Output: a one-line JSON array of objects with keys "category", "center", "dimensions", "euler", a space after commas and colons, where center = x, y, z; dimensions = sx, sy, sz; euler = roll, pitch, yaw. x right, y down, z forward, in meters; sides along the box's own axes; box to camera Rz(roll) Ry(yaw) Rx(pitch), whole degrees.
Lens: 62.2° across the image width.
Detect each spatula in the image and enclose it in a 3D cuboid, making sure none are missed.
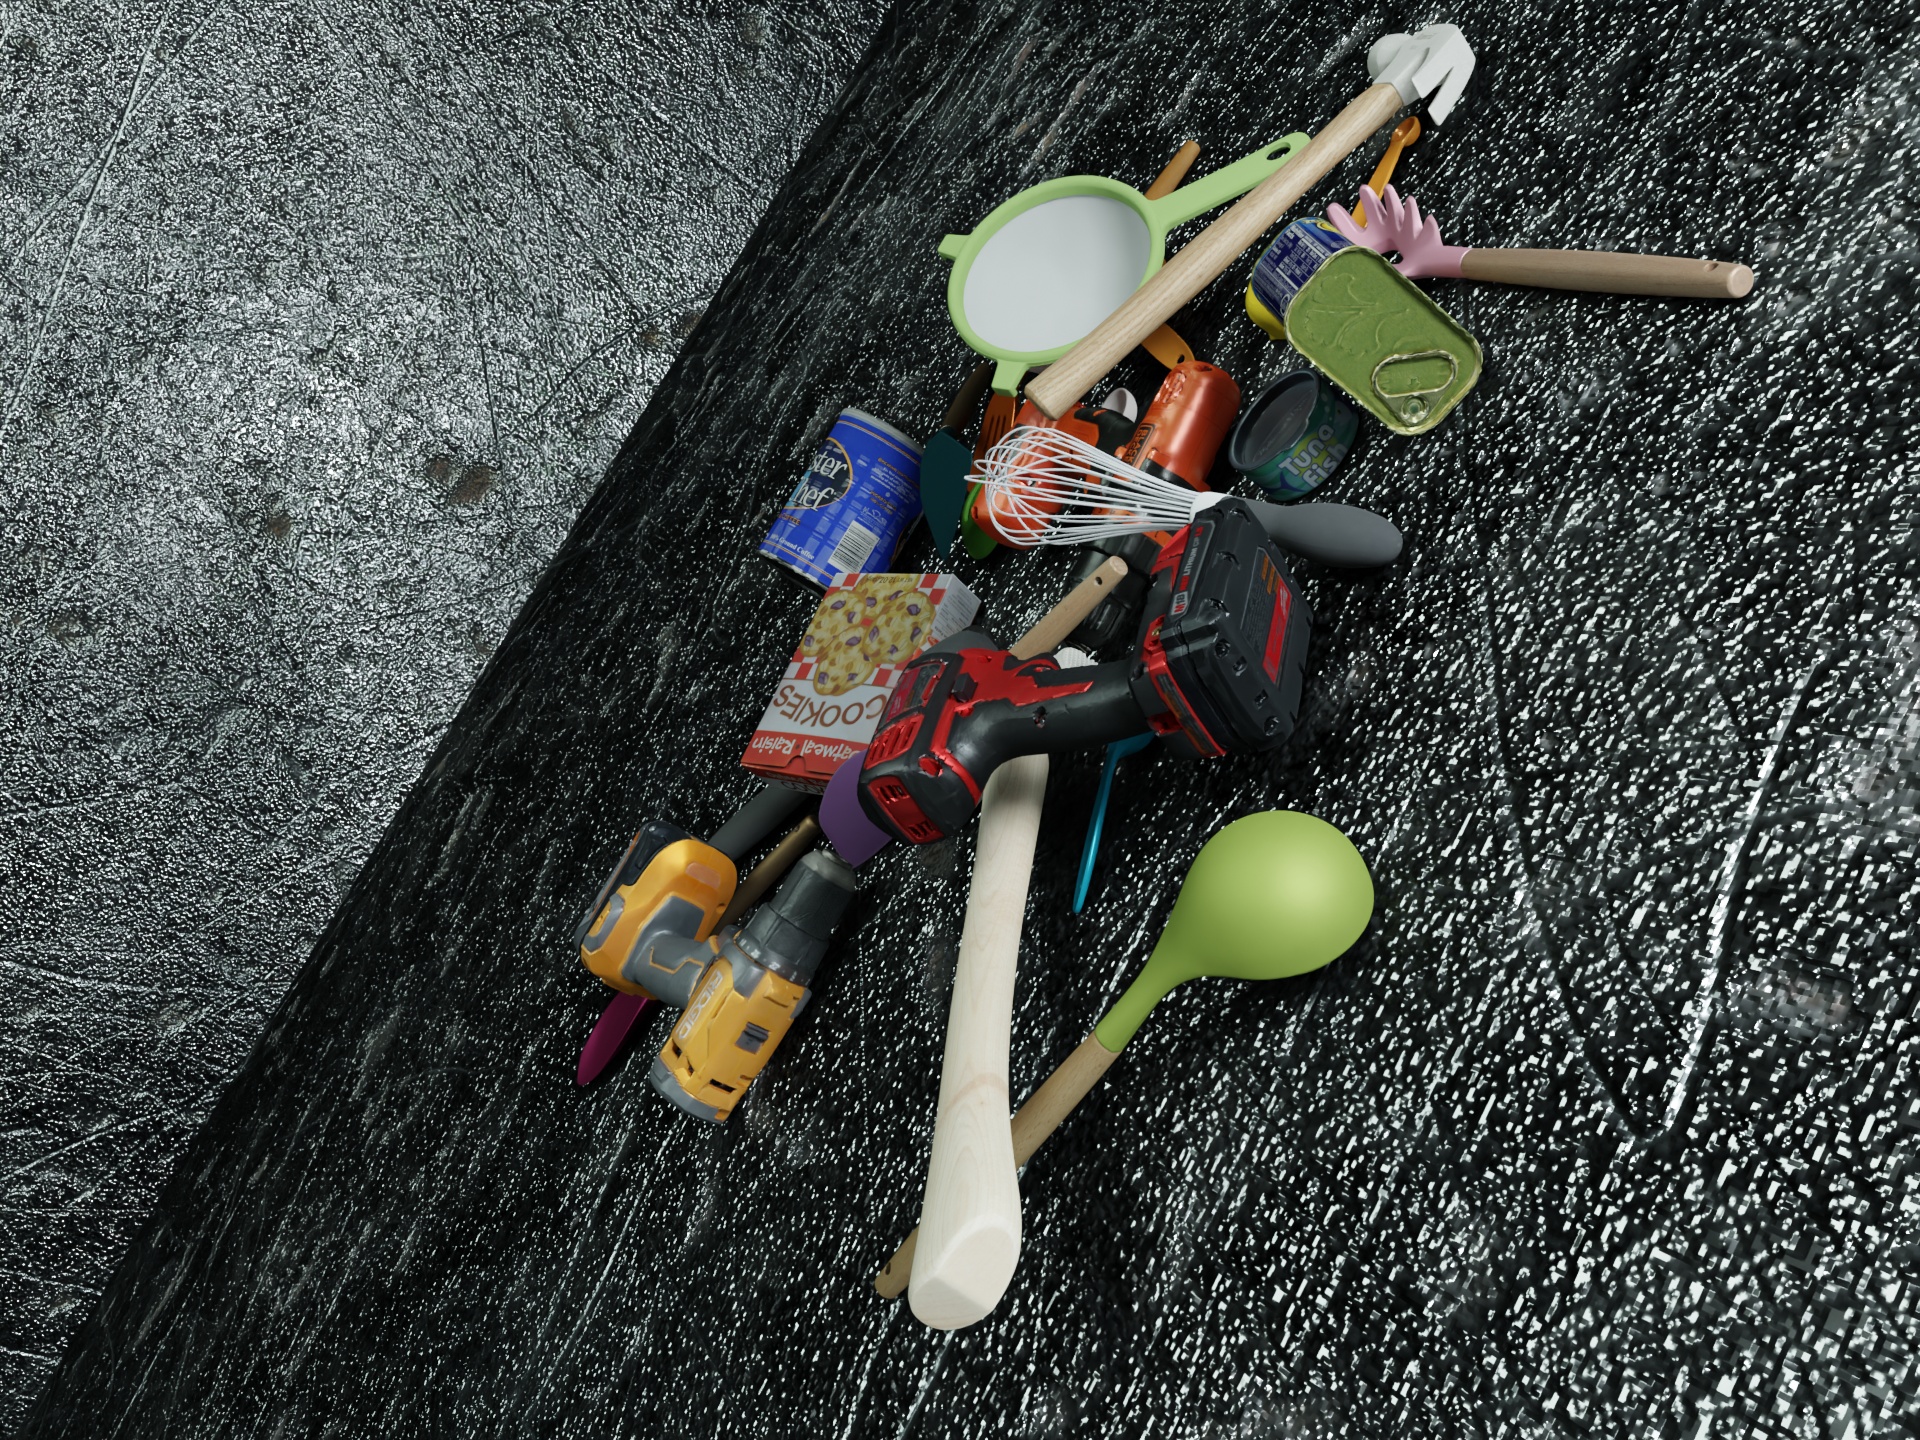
[{"category": "spatula", "center": [0.005, -0.226, 1.242], "dimensions": [0.318, 0.044, 0.082], "euler": [-71, -3, -60]}, {"category": "spatula", "center": [-0.002, -0.003, 0.971], "dimensions": [0.018, 0.060, 0.316], "euler": [-22, -16, -48]}, {"category": "spatula", "center": [0.096, -0.315, 1.238], "dimensions": [0.322, 0.041, 0.081], "euler": [-54, 22, -4]}]

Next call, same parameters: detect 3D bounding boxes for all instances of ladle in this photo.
[{"category": "ladle", "center": [0.060, 0.161, 0.699], "dimensions": [0.320, 0.062, 0.078], "euler": [-54, 28, 25]}]

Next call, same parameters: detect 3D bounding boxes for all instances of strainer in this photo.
[{"category": "strainer", "center": [0.119, -0.309, 1.063], "dimensions": [0.256, 0.069, 0.152], "euler": [-25, 58, 10]}]

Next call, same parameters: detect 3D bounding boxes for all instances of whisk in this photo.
[{"category": "whisk", "center": [0.110, -0.113, 0.841], "dimensions": [0.285, 0.070, 0.070], "euler": [18, 76, 45]}]

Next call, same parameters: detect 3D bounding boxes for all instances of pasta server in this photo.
[{"category": "pasta server", "center": [0.264, -0.229, 0.782], "dimensions": [0.060, 0.040, 0.316], "euler": [-45, 25, 0]}]

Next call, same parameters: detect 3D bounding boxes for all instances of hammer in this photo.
[{"category": "hammer", "center": [0.172, -0.301, 0.965], "dimensions": [0.331, 0.031, 0.130], "euler": [-41, 21, 5]}, {"category": "hammer", "center": [0.009, 0.116, 0.774], "dimensions": [0.146, 0.038, 0.411], "euler": [-45, 18, 28]}, {"category": "hammer", "center": [-0.194, 0.107, 1.253], "dimensions": [0.331, 0.033, 0.128], "euler": [-40, 28, 33]}]

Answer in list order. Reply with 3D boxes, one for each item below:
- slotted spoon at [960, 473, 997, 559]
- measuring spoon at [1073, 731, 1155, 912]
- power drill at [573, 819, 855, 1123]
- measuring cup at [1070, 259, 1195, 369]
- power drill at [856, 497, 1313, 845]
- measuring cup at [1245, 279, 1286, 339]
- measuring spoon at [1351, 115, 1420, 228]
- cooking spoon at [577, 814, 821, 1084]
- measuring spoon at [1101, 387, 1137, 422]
[{"category": "slotted spoon", "center": [0.079, -0.257, 1.184], "dimensions": [0.314, 0.031, 0.070], "euler": [-60, 21, -14]}, {"category": "measuring spoon", "center": [0.083, 0.041, 0.826], "dimensions": [0.042, 0.021, 0.129], "euler": [118, 168, -73]}, {"category": "power drill", "center": [-0.165, 0.142, 1.079], "dimensions": [0.185, 0.084, 0.226], "euler": [-58, 34, -1]}, {"category": "measuring cup", "center": [0.126, -0.280, 1.114], "dimensions": [0.095, 0.052, 0.174], "euler": [-47, 50, 16]}, {"category": "power drill", "center": [0.056, -0.022, 0.791], "dimensions": [0.219, 0.078, 0.143], "euler": [-19, 31, 32]}, {"category": "measuring cup", "center": [0.201, -0.234, 0.915], "dimensions": [0.062, 0.029, 0.157], "euler": [-54, 24, 24]}, {"category": "measuring spoon", "center": [0.248, -0.310, 0.952], "dimensions": [0.117, 0.011, 0.021], "euler": [-64, 24, -7]}, {"category": "cooking spoon", "center": [-0.203, 0.175, 1.204], "dimensions": [0.319, 0.017, 0.069], "euler": [-46, 28, 25]}, {"category": "measuring spoon", "center": [0.086, -0.188, 1.110], "dimensions": [0.124, 0.018, 0.034], "euler": [-39, 40, 49]}]
